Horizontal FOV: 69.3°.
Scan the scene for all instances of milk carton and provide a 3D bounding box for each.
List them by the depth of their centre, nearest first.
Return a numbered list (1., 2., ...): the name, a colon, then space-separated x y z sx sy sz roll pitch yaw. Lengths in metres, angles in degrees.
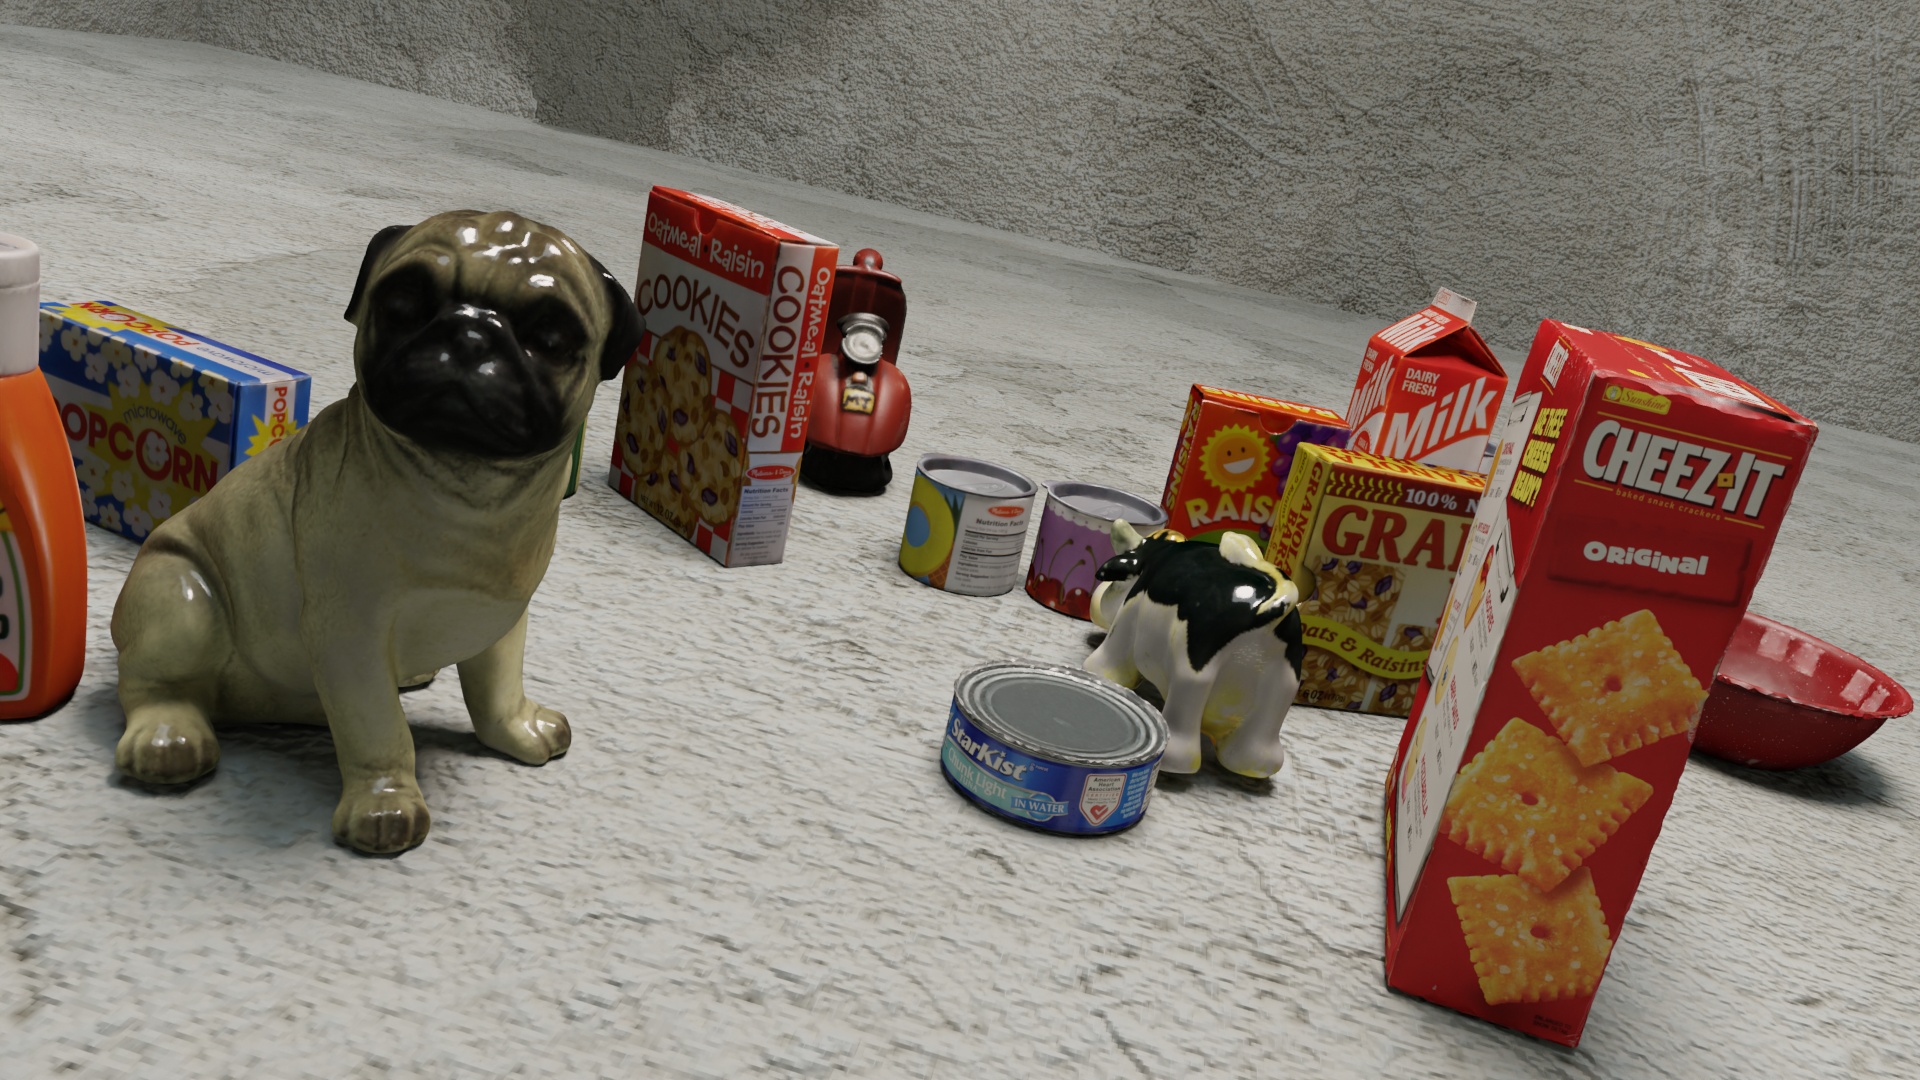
1. milk carton: 0.296 -0.068 0.909 0.073 0.189 0.072 11 17 -4

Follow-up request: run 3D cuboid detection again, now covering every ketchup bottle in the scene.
1. ketchup bottle: -0.306 -0.020 0.427 0.065 0.148 0.044 9 18 -11

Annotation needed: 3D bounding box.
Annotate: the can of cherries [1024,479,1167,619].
1. can of cherries: 0.071 0.005 0.752 0.071 0.058 0.072 11 18 -4

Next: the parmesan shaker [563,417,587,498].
1. parmesan shaker: -0.227 -0.078 0.728 0.071 0.102 0.071 11 18 -4

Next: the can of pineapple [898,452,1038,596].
1. can of pineapple: 0.003 -0.009 0.750 0.071 0.057 0.071 11 18 -4

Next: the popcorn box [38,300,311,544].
1. popcorn box: -0.335 -0.044 0.584 0.127 0.085 0.038 19 19 19

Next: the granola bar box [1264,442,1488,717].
1. granola bar box: 0.233 0.026 0.690 0.166 0.123 0.039 8 18 -14

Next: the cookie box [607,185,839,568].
1. cookie box: -0.127 -0.087 0.719 0.040 0.166 0.123 -4 24 -43

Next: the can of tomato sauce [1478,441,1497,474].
1. can of tomato sauce: 0.360 -0.034 1.024 0.071 0.082 0.071 11 18 -4

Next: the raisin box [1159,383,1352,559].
1. raisin box: 0.156 -0.018 0.774 0.086 0.123 0.040 11 17 -5
